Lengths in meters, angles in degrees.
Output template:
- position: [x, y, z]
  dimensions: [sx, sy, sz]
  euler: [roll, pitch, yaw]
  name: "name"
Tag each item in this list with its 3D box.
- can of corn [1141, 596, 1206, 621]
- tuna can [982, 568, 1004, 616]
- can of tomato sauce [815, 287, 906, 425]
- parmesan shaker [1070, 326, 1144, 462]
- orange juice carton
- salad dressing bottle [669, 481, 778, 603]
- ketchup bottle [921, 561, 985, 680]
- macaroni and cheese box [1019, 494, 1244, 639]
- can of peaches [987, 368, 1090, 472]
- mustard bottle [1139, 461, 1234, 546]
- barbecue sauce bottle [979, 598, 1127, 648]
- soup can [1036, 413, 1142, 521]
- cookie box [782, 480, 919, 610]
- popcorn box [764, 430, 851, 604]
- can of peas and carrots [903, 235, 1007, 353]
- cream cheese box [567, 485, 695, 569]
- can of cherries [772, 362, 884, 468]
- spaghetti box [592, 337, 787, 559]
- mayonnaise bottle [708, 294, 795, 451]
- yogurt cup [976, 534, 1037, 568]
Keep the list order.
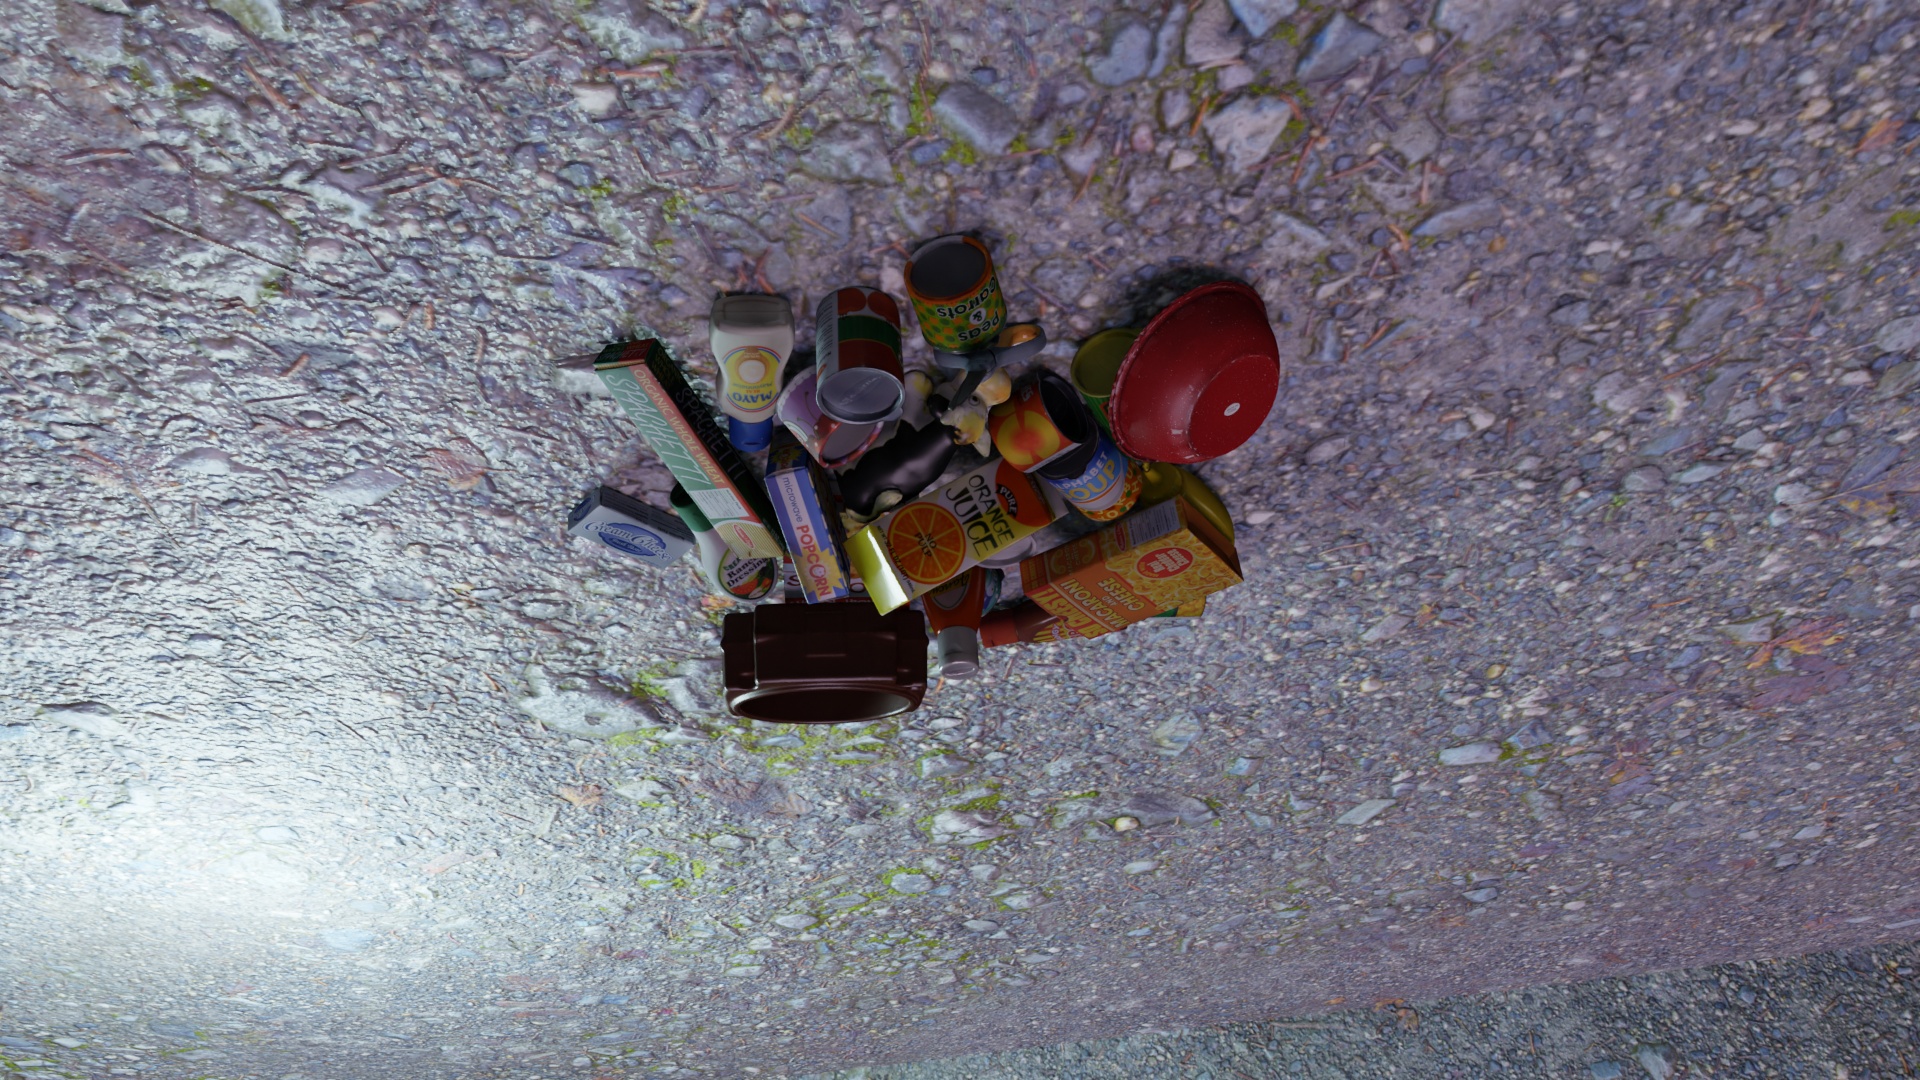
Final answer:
- position: [0.207, 0.044, 1.374]
  dimensions: [0.058, 0.071, 0.070]
  euler: [0, 145, -8]
  name: "can of corn"
- position: [0.006, 0.041, 1.342]
  dimensions: [0.071, 0.071, 0.032]
  euler: [-17, 143, 17]
  name: "tuna can"
- position: [-0.075, -0.139, 1.051]
  dimensions: [0.071, 0.083, 0.070]
  euler: [-4, 146, -2]
  name: "can of tomato sauce"
- position: [0.141, -0.118, 1.128]
  dimensions: [0.071, 0.071, 0.103]
  euler: [-19, 144, 19]
  name: "parmesan shaker"
- position: [0.004, -0.015, 1.176]
  dimensions: [0.193, 0.072, 0.073]
  euler: [-28, 179, -27]
  name: "orange juice carton"
- position: [-0.216, 0.000, 1.266]
  dimensions: [0.064, 0.044, 0.147]
  euler: [-36, 139, -7]
  name: "salad dressing bottle"
- position: [-0.006, 0.056, 1.287]
  dimensions: [0.065, 0.149, 0.043]
  euler: [-12, 146, 10]
  name: "ketchup bottle"
- position: [0.156, 0.029, 1.272]
  dimensions: [0.166, 0.040, 0.123]
  euler: [-24, 144, 25]
  name: "macaroni and cheese box"
- position: [0.063, -0.099, 1.147]
  dimensions: [0.058, 0.071, 0.071]
  euler: [-30, 138, 32]
  name: "can of peaches"
- position: [0.199, -0.031, 1.275]
  dimensions: [0.065, 0.049, 0.160]
  euler: [-24, 142, 22]
  name: "mustard bottle"
- position: [0.094, 0.080, 1.429]
  dimensions: [0.148, 0.044, 0.064]
  euler: [-11, 147, 9]
  name: "barbecue sauce bottle"
- position: [0.111, -0.061, 1.200]
  dimensions: [0.071, 0.072, 0.083]
  euler: [-24, 142, 25]
  name: "soup can"
- position: [-0.105, 0.008, 1.301]
  dimensions: [0.123, 0.040, 0.166]
  euler: [0, 145, -6]
  name: "cookie box"
- position: [-0.127, -0.022, 1.172]
  dimensions: [0.038, 0.085, 0.126]
  euler: [-14, 117, 3]
  name: "popcorn box"
- position: [-0.002, -0.178, 1.015]
  dimensions: [0.071, 0.071, 0.058]
  euler: [-11, 144, 8]
  name: "can of peas and carrots"
- position: [-0.297, -0.011, 1.262]
  dimensions: [0.104, 0.024, 0.053]
  euler: [26, 134, -37]
  name: "cream cheese box"
- position: [-0.105, -0.098, 1.100]
  dimensions: [0.072, 0.058, 0.071]
  euler: [-36, 159, -16]
  name: "can of cherries"
- position: [-0.216, -0.070, 1.148]
  dimensions: [0.050, 0.029, 0.249]
  euler: [-4, 141, 23]
  name: "spaghetti box"
- position: [-0.164, -0.129, 1.092]
  dimensions: [0.065, 0.041, 0.147]
  euler: [-2, 145, -10]
  name: "mayonnaise bottle"
- position: [0.034, -0.014, 1.275]
  dimensions: [0.072, 0.054, 0.072]
  euler: [-3, 146, -2]
  name: "yogurt cup"
